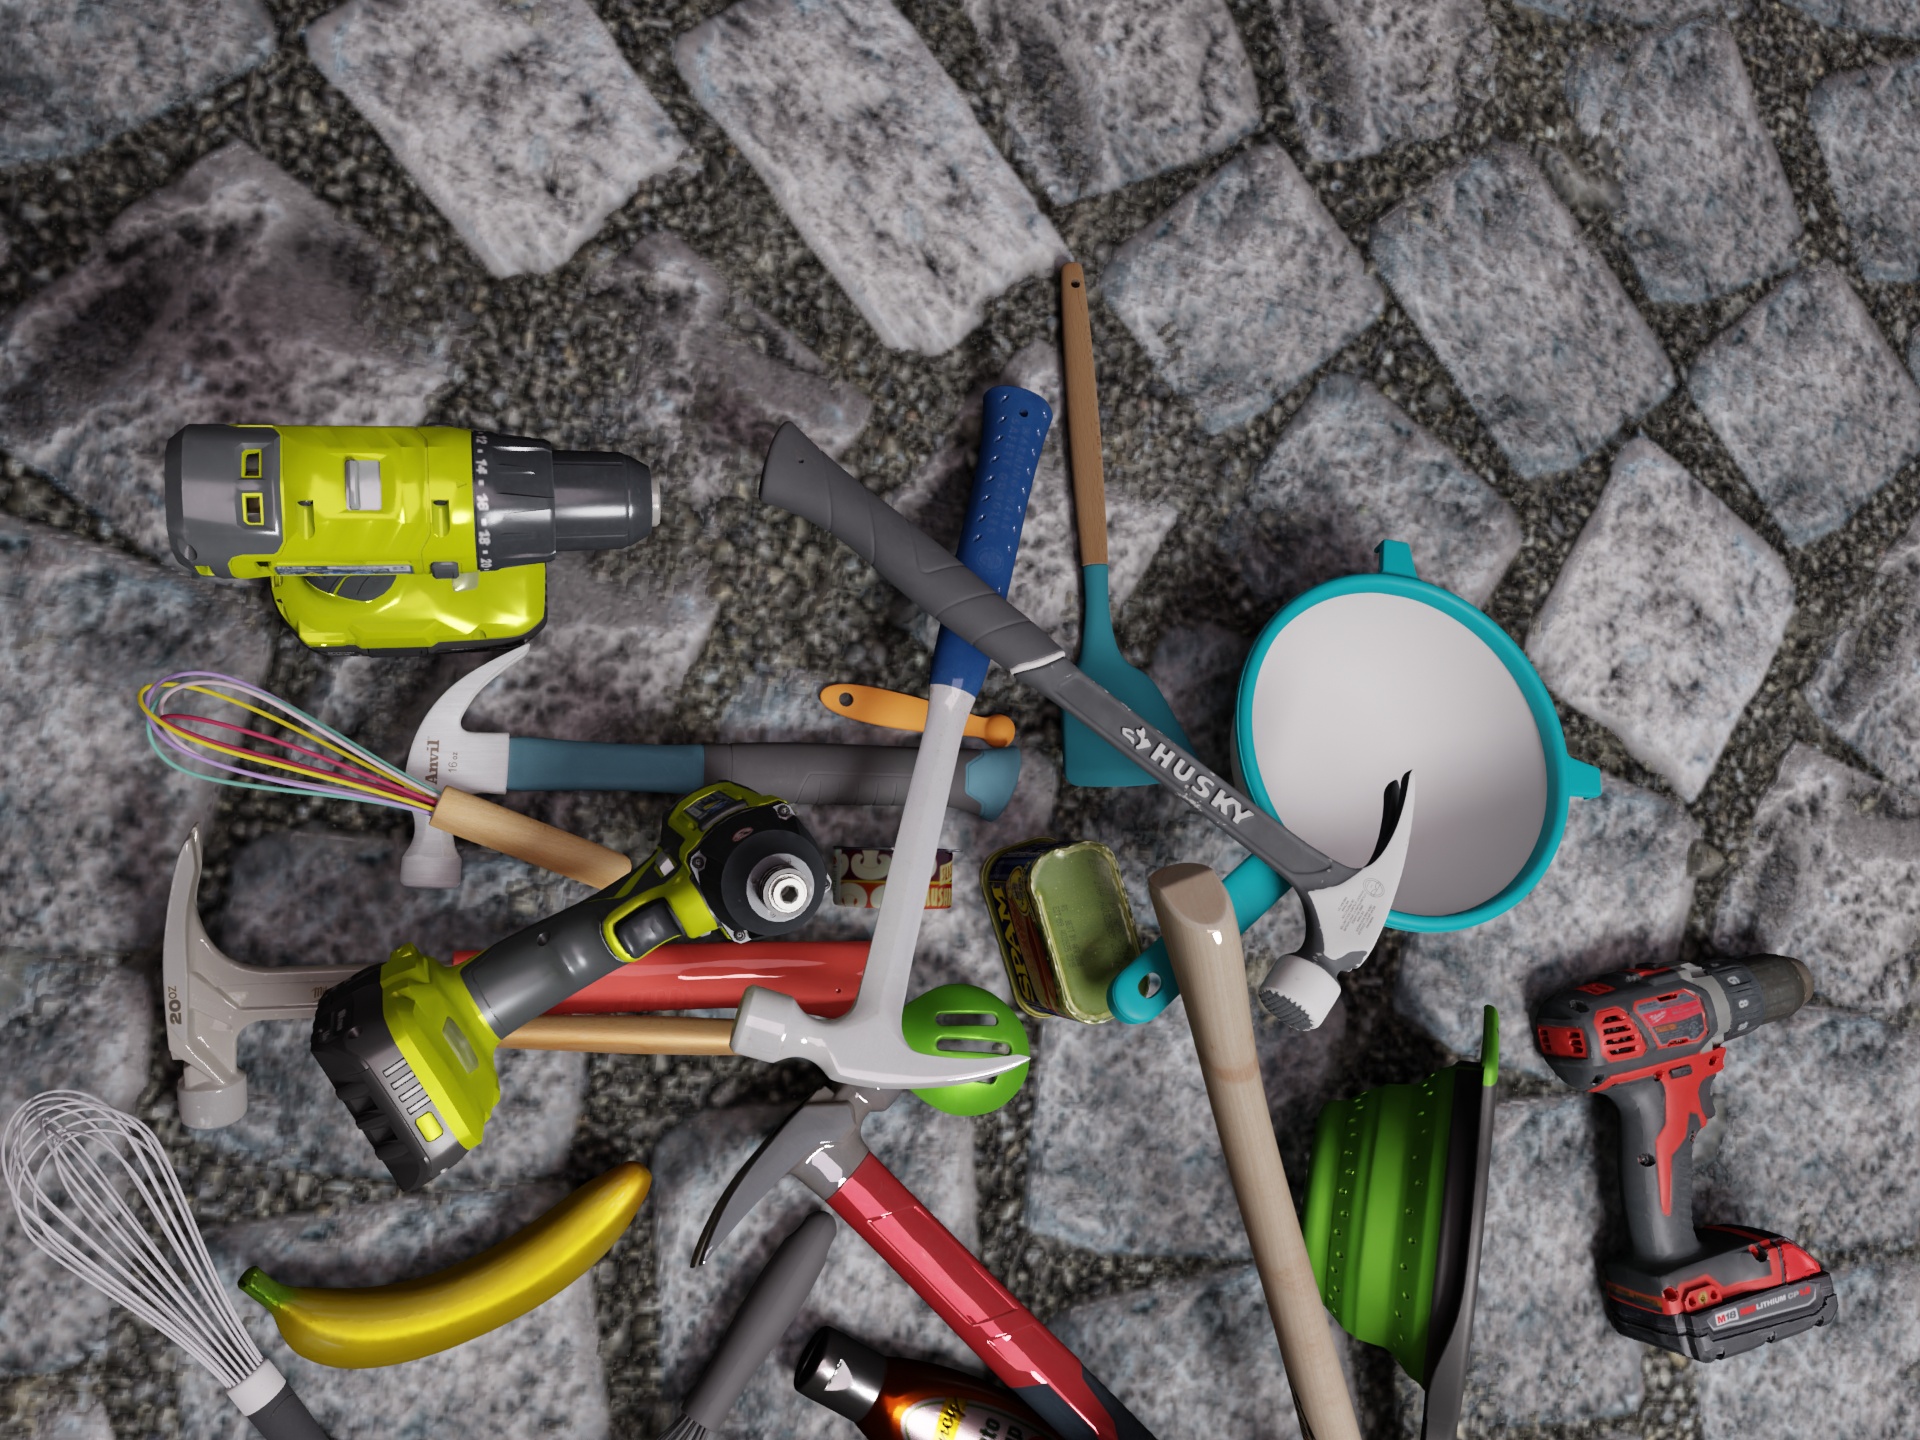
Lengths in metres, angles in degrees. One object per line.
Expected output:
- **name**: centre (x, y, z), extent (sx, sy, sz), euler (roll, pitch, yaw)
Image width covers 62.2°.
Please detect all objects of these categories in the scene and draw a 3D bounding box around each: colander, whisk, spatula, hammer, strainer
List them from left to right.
- **whisk**: centre (-0.358, 0.294, 0.760), extent (0.070, 0.070, 0.284), euler (-36, 99, -16)
- **whisk**: centre (-0.279, 0.036, 0.781), extent (0.244, 0.047, 0.051), euler (24, 79, -17)
- **hammer**: centre (-0.208, 0.125, 0.815), extent (0.359, 0.037, 0.149), euler (1, 104, -18)
- **whisk**: centre (-0.135, 0.359, 0.821), extent (0.055, 0.055, 0.239), euler (37, 71, -10)
- **hammer**: centre (-0.127, 0.029, 0.864), extent (0.331, 0.033, 0.128), euler (2, 85, -16)
- **hammer**: centre (-0.001, -0.003, 0.850), extent (0.144, 0.035, 0.406), euler (17, 66, -9)
- **hammer**: centre (0.036, 0.356, 0.835), extent (0.386, 0.038, 0.143), euler (45, 61, 0)
- **hammer**: centre (0.060, -0.022, 0.833), extent (0.409, 0.036, 0.149), euler (38, 68, 2)
- **spatula**: centre (0.082, -0.118, 0.933), extent (0.082, 0.044, 0.317), euler (-3, 84, -13)
- **hammer**: centre (0.158, 0.264, 0.819), extent (0.038, 0.146, 0.410), euler (-20, 103, -14)
- **strainer**: centre (0.194, 0.063, 0.908), extent (0.340, 0.095, 0.211), euler (-38, 86, -23)
- **colander**: centre (0.238, 0.355, 0.903), extent (0.094, 0.204, 0.397), euler (6, 100, 18)

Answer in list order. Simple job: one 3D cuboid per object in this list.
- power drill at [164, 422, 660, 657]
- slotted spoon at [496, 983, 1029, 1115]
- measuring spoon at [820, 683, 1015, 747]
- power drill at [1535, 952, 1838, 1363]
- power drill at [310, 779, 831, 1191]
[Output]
- **power drill**: centre (-0.244, -0.084, 0.739), extent (0.190, 0.228, 0.080), euler (-2, 85, -16)
- **slotted spoon**: centre (-0.109, 0.165, 0.819), extent (0.313, 0.031, 0.070), euler (5, 71, -16)
- **measuring spoon**: centre (-0.023, -0.004, 0.908), extent (0.117, 0.011, 0.021), euler (12, 81, -15)
- **power drill**: centre (0.468, 0.260, 0.991), extent (0.188, 0.080, 0.227), euler (-10, 84, -17)
- **power drill**: centre (-0.168, 0.106, 0.715), extent (0.223, 0.171, 0.080), euler (-31, 103, -14)
